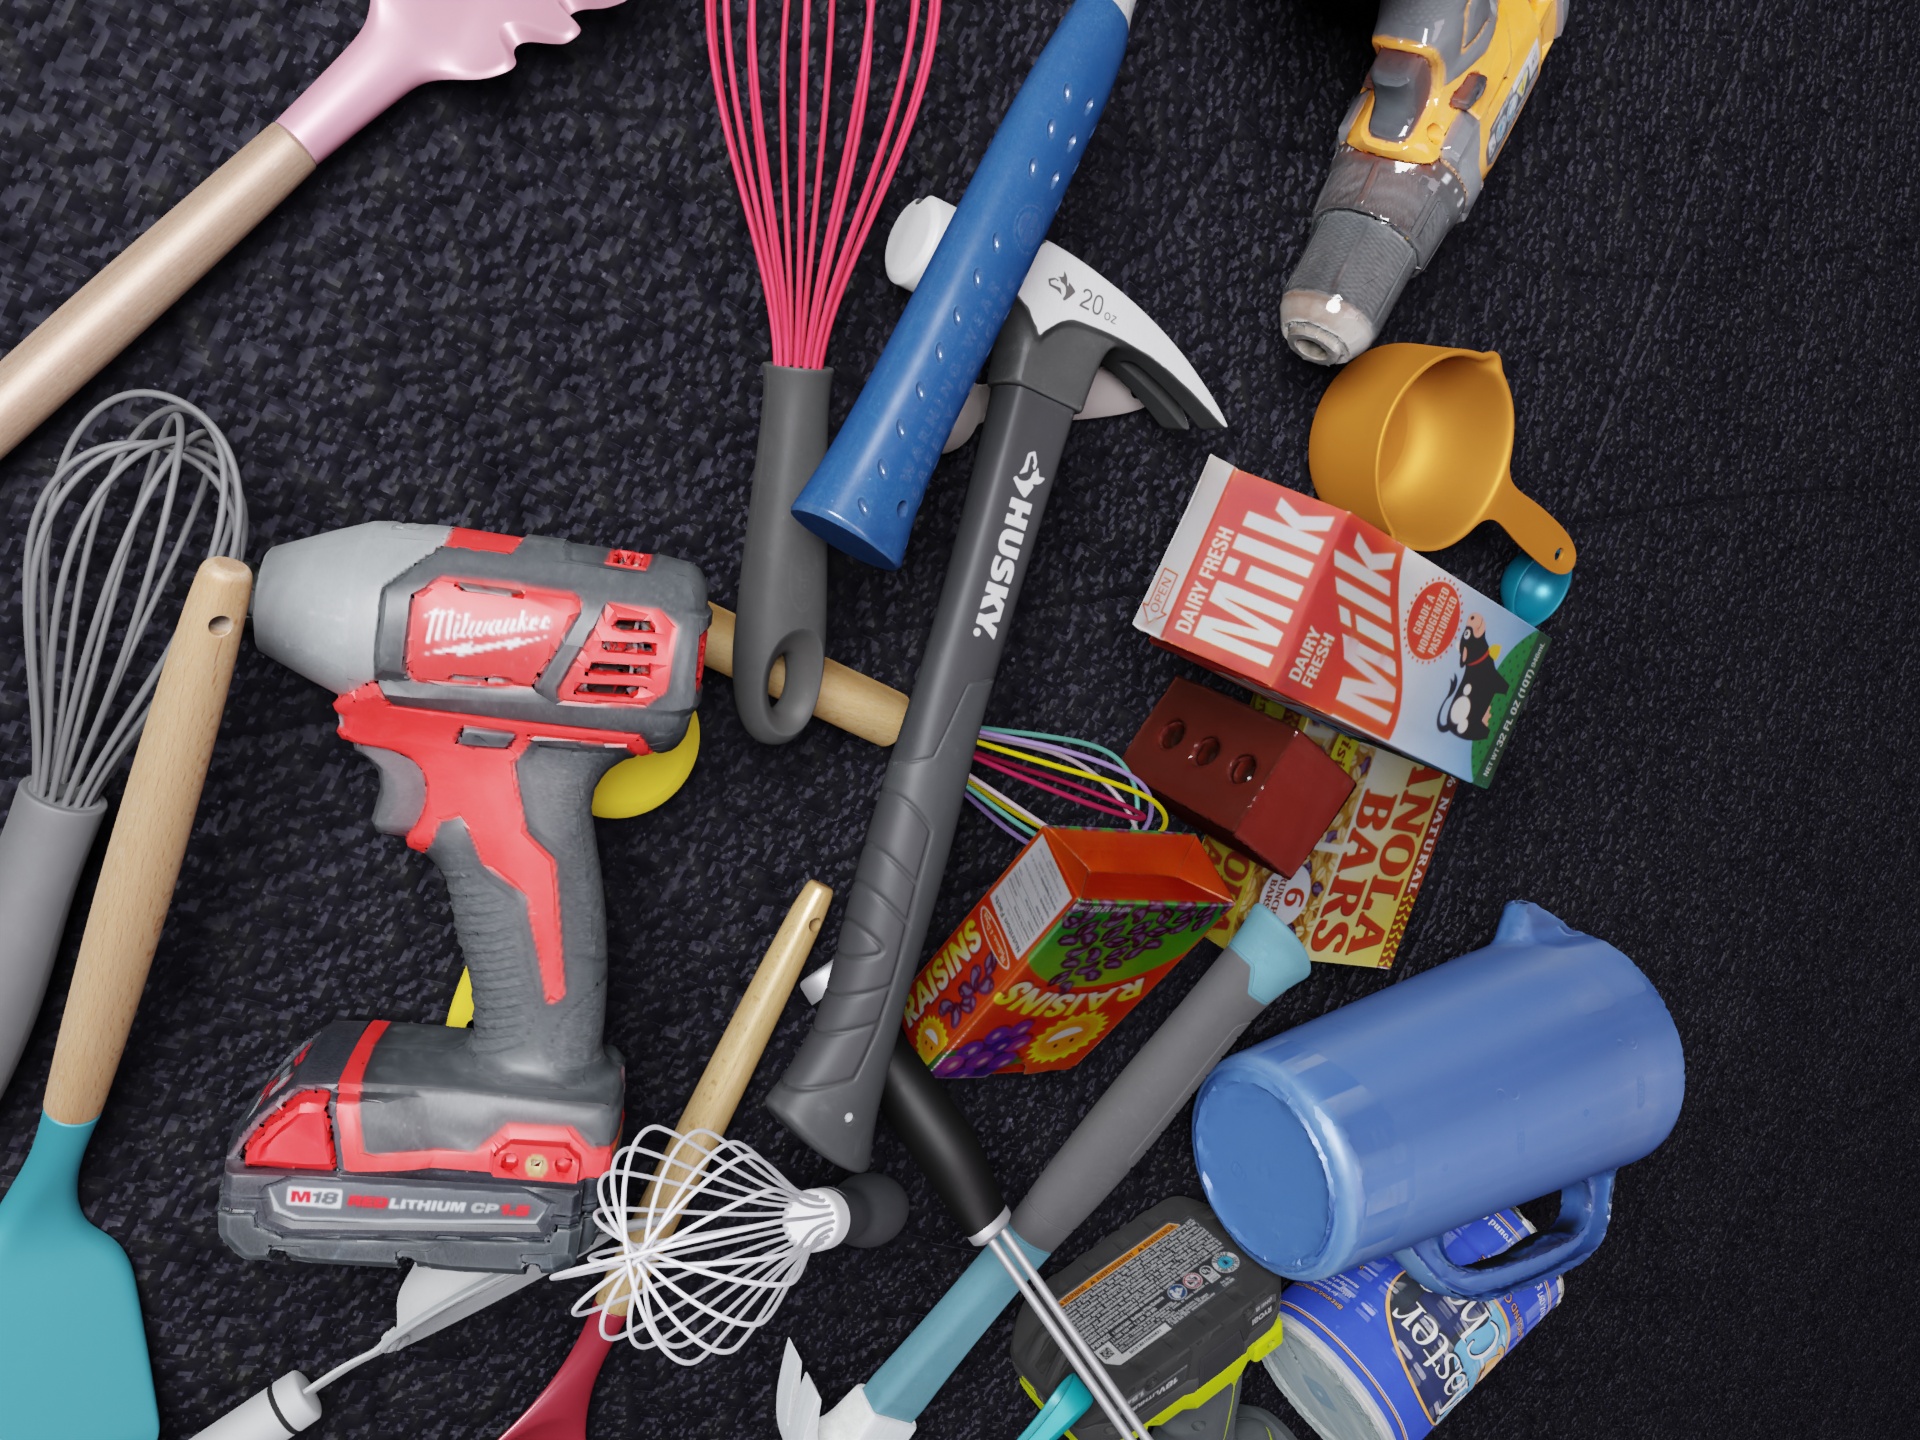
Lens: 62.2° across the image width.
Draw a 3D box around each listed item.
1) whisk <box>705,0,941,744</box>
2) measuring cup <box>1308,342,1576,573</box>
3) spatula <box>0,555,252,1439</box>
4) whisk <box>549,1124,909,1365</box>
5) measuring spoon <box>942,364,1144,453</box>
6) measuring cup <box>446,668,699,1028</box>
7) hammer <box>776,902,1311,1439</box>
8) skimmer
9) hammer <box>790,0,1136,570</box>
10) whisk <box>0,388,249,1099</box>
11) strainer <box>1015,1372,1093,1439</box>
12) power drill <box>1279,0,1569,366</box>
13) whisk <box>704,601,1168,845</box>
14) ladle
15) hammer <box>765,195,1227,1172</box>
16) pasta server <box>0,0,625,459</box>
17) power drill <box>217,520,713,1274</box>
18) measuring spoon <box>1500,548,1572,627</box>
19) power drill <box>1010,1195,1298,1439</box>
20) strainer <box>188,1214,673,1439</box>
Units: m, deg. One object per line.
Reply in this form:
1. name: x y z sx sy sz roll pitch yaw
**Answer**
1. whisk: -0.050 -0.134 0.512 0.073 0.073 0.295 -5 109 -34
2. measuring cup: 0.225 -0.110 0.733 0.173 0.052 0.095 25 92 -41
3. spatula: -0.244 0.099 0.455 0.082 0.044 0.317 5 120 -43
4. whisk: -0.060 0.178 0.563 0.070 0.070 0.284 -56 162 -5
5. measuring spoon: 0.033 -0.123 0.609 0.124 0.018 0.034 -13 114 -29
6. measuring cup: -0.137 0.051 0.546 0.062 0.029 0.156 24 90 -39
7. hammer: 0.040 0.217 0.703 0.128 0.033 0.331 35 96 -39
8. skimmer: 0.023 0.265 0.629 0.090 0.127 0.363 -35 86 17
9. hammer: 0.048 -0.239 0.510 0.405 0.035 0.144 -64 150 -6
10. whisk: -0.253 0.021 0.442 0.055 0.055 0.239 17 104 -38
11. strainer: -0.094 0.354 0.634 0.340 0.095 0.211 -35 165 -26
12. power drill: 0.155 -0.250 0.568 0.185 0.084 0.226 -62 155 -7
13. whisk: -0.007 0.005 0.616 0.244 0.047 0.051 26 81 -35
14. ladle: -0.124 0.205 0.619 0.069 0.031 0.315 28 88 -48
15. hammer: -0.001 -0.002 0.575 0.146 0.035 0.335 17 88 -35
16. pasta server: -0.199 -0.138 0.428 0.316 0.040 0.060 -48 115 -10
17. power drill: -0.161 0.049 0.490 0.143 0.078 0.219 7 99 -12
18. measuring spoon: 0.270 -0.034 0.819 0.042 0.021 0.128 18 106 -39
19. power drill: 0.093 0.375 0.808 0.190 0.080 0.228 -25 123 -27
20. strainer: -0.223 0.228 0.548 0.258 0.050 0.086 -32 167 -16
